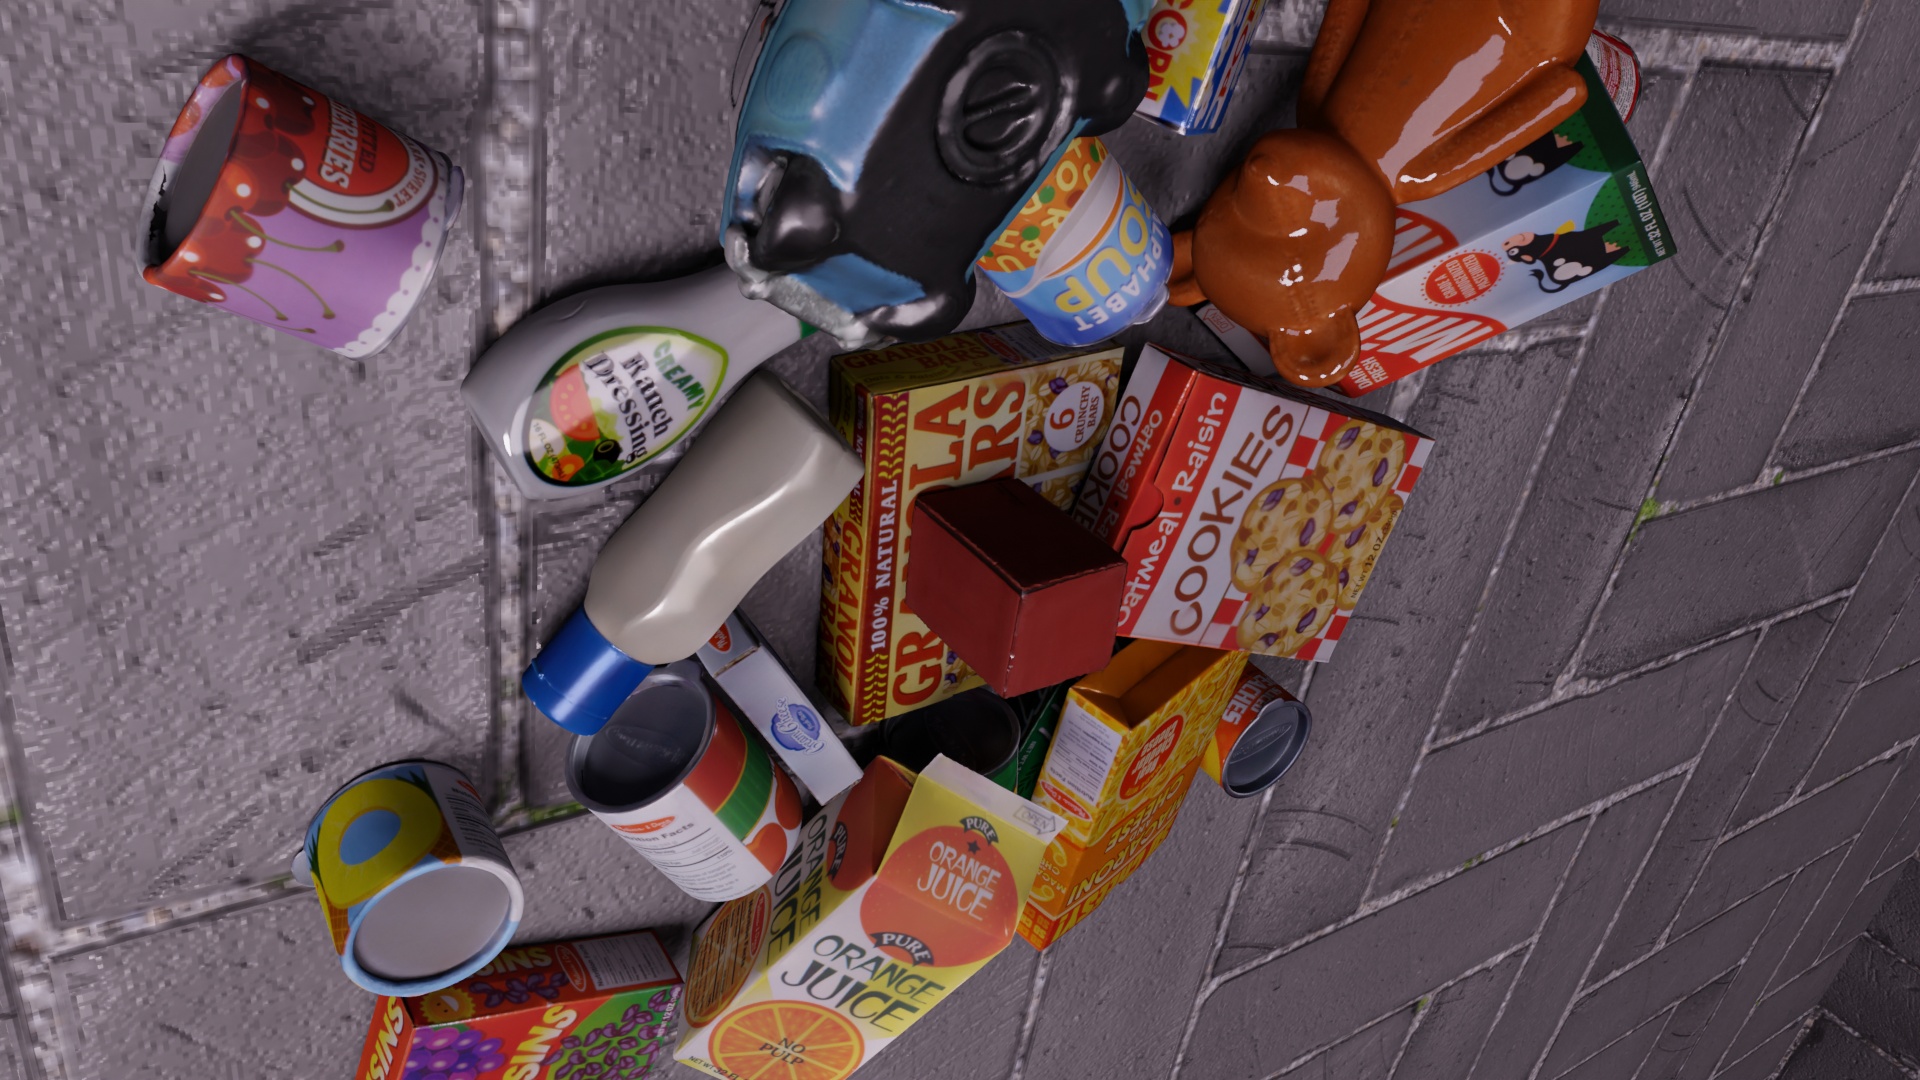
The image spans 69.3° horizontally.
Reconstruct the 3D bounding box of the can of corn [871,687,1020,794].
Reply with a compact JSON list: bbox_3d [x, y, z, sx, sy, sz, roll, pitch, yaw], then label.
[{"bbox_3d":[-0.007,0.112,0.663,0.071,0.071,0.058,-21,130,-26],"label":"can of corn"}]

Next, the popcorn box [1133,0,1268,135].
[{"bbox_3d":[0.095,-0.216,0.507,0.085,0.038,0.126,-44,155,-67],"label":"popcorn box"}]

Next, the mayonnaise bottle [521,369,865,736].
[{"bbox_3d":[-0.103,0.008,0.520,0.148,0.065,0.041,-48,134,5],"label":"mayonnaise bottle"}]

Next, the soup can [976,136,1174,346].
[{"bbox_3d":[0.036,-0.123,0.530,0.071,0.071,0.083,-50,136,2],"label":"soup can"}]

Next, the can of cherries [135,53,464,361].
[{"bbox_3d":[-0.181,-0.092,0.381,0.058,0.072,0.071,23,103,-44],"label":"can of cherries"}]

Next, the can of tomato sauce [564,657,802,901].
[{"bbox_3d":[-0.111,0.100,0.574,0.071,0.071,0.082,-39,136,-9],"label":"can of tomato sauce"}]

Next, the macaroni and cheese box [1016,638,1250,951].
[{"bbox_3d":[0.085,0.121,0.724,0.124,0.040,0.165,-28,143,-44],"label":"macaroni and cheese box"}]

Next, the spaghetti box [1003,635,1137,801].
[{"bbox_3d":[0.055,0.074,0.713,0.050,0.029,0.249,16,108,-45],"label":"spaghetti box"}]

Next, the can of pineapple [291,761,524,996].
[{"bbox_3d":[-0.206,0.128,0.521,0.071,0.058,0.070,-21,130,-26],"label":"can of pineapple"}]

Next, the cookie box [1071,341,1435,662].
[{"bbox_3d":[0.130,-0.012,0.638,0.167,0.040,0.122,10,109,-37],"label":"cookie box"}]

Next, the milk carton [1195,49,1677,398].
[{"bbox_3d":[0.206,-0.129,0.626,0.190,0.074,0.072,-25,143,27],"label":"milk carton"}]

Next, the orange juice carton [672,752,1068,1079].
[{"bbox_3d":[-0.041,0.164,0.612,0.072,0.073,0.192,33,117,-22],"label":"orange juice carton"}]

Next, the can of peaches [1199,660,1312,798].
[{"bbox_3d":[0.156,0.101,0.791,0.071,0.058,0.071,-20,129,-26],"label":"can of peaches"}]

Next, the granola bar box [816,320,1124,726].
[{"bbox_3d":[0.002,-0.008,0.606,0.124,0.039,0.164,-15,127,-30],"label":"granola bar box"}]

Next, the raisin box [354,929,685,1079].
[{"bbox_3d":[-0.195,0.222,0.611,0.123,0.040,0.085,5,116,-42],"label":"raisin box"}]

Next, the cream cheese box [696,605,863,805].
[{"bbox_3d":[-0.080,0.063,0.580,0.024,0.053,0.103,-36,135,-7],"label":"cream cheese box"}]

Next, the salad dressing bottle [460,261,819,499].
[{"bbox_3d":[-0.096,-0.069,0.483,0.148,0.044,0.064,-32,133,-17],"label":"salad dressing bottle"}]
